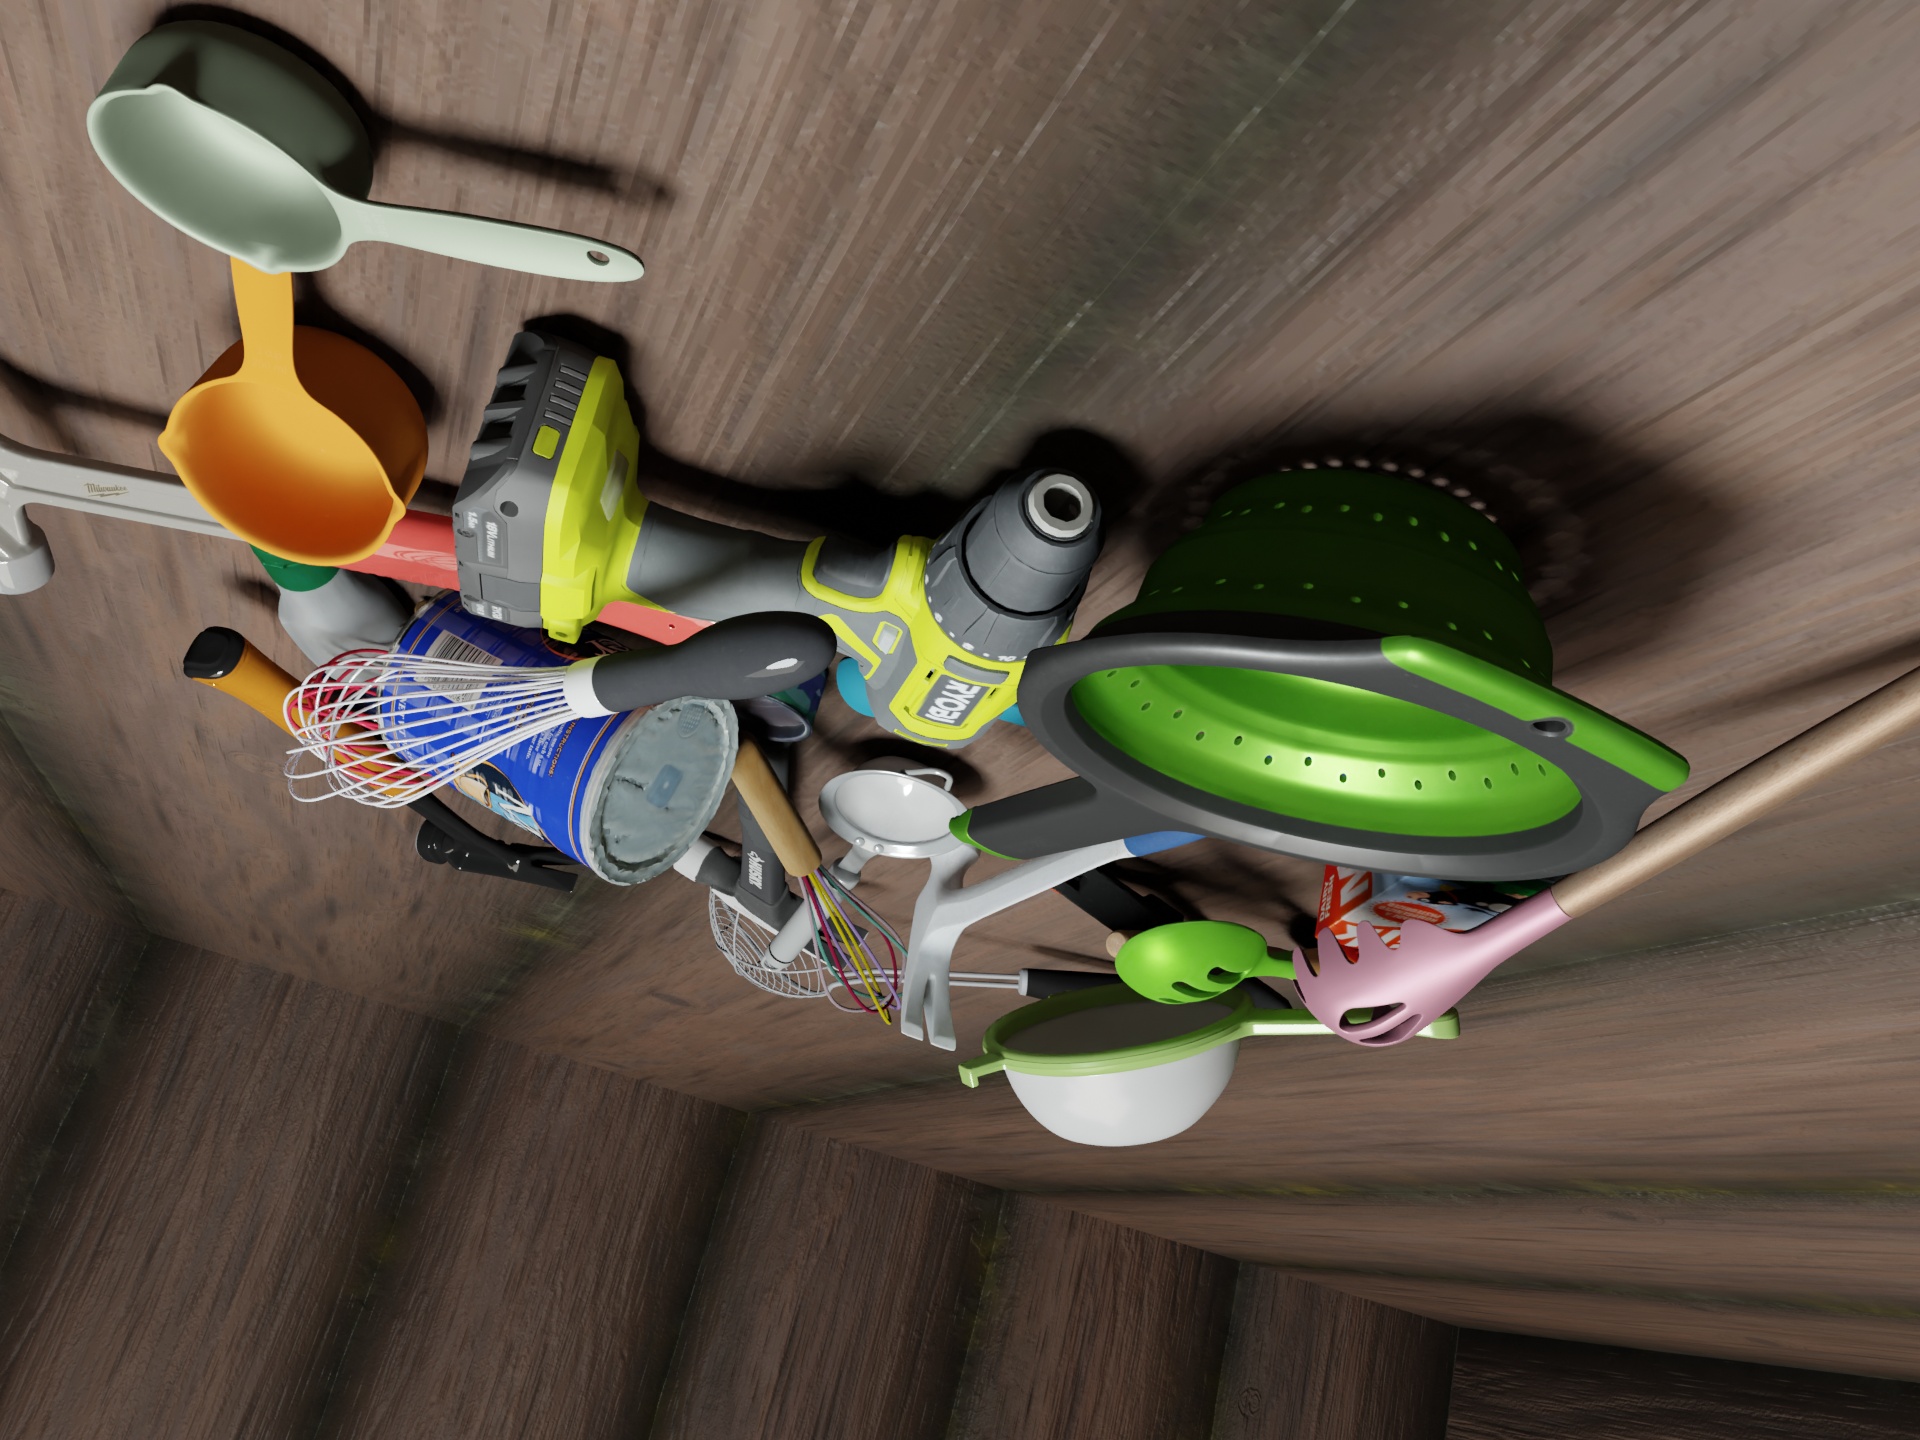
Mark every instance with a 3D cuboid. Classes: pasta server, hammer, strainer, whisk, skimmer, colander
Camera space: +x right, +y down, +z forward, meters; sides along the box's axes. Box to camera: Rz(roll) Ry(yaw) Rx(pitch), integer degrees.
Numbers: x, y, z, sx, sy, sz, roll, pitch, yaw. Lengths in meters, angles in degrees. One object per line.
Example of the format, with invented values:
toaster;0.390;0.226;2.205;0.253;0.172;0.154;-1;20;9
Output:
pasta server;0.247;0.049;0.596;0.060;0.040;0.316;33;129;-19
hammer;0.080;0.063;0.780;0.035;0.144;0.405;23;151;-23
hammer;-0.359;0.032;0.996;0.127;0.034;0.336;9;158;17
strainer;-0.066;0.084;0.932;0.086;0.050;0.258;24;135;-16
whisk;-0.077;0.094;0.884;0.051;0.047;0.244;-5;136;19
hammer;-0.119;0.070;0.994;0.146;0.035;0.334;32;156;7
skimmer;-0.012;0.168;1.202;0.363;0.090;0.127;4;139;0
colander;0.095;-0.008;0.617;0.204;0.094;0.397;23;162;-19
hammer;-0.269;-0.089;0.698;0.359;0.037;0.149;11;134;-3
whisk;-0.251;0.016;0.901;0.073;0.073;0.295;2;170;30
whisk;-0.165;-0.009;0.620;0.284;0.070;0.070;-10;149;30
strainer;0.138;0.188;0.854;0.256;0.069;0.151;-6;-176;25

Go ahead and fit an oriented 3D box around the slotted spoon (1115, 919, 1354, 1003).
slotted spoon;0.195;0.130;0.853;0.313;0.031;0.070;8;143;-45

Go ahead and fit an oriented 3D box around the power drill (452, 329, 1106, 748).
power drill;-0.066;-0.065;0.602;0.228;0.080;0.190;16;159;-9

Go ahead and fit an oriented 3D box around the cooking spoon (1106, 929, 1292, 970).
cooking spoon;0.172;0.138;0.920;0.069;0.017;0.318;1;170;38

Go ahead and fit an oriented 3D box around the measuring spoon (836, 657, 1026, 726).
measuring spoon;-0.001;-0.003;0.783;0.128;0.021;0.042;15;159;5

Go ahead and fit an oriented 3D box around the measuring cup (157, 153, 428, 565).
measuring cup;-0.244;-0.138;0.590;0.095;0.052;0.173;15;134;-3

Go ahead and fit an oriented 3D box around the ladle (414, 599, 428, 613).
ladle;-0.250;0.010;0.978;0.069;0.031;0.315;5;155;17

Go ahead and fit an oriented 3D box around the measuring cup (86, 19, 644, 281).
measuring cup;-0.172;-0.165;0.478;0.167;0.038;0.083;12;159;2
